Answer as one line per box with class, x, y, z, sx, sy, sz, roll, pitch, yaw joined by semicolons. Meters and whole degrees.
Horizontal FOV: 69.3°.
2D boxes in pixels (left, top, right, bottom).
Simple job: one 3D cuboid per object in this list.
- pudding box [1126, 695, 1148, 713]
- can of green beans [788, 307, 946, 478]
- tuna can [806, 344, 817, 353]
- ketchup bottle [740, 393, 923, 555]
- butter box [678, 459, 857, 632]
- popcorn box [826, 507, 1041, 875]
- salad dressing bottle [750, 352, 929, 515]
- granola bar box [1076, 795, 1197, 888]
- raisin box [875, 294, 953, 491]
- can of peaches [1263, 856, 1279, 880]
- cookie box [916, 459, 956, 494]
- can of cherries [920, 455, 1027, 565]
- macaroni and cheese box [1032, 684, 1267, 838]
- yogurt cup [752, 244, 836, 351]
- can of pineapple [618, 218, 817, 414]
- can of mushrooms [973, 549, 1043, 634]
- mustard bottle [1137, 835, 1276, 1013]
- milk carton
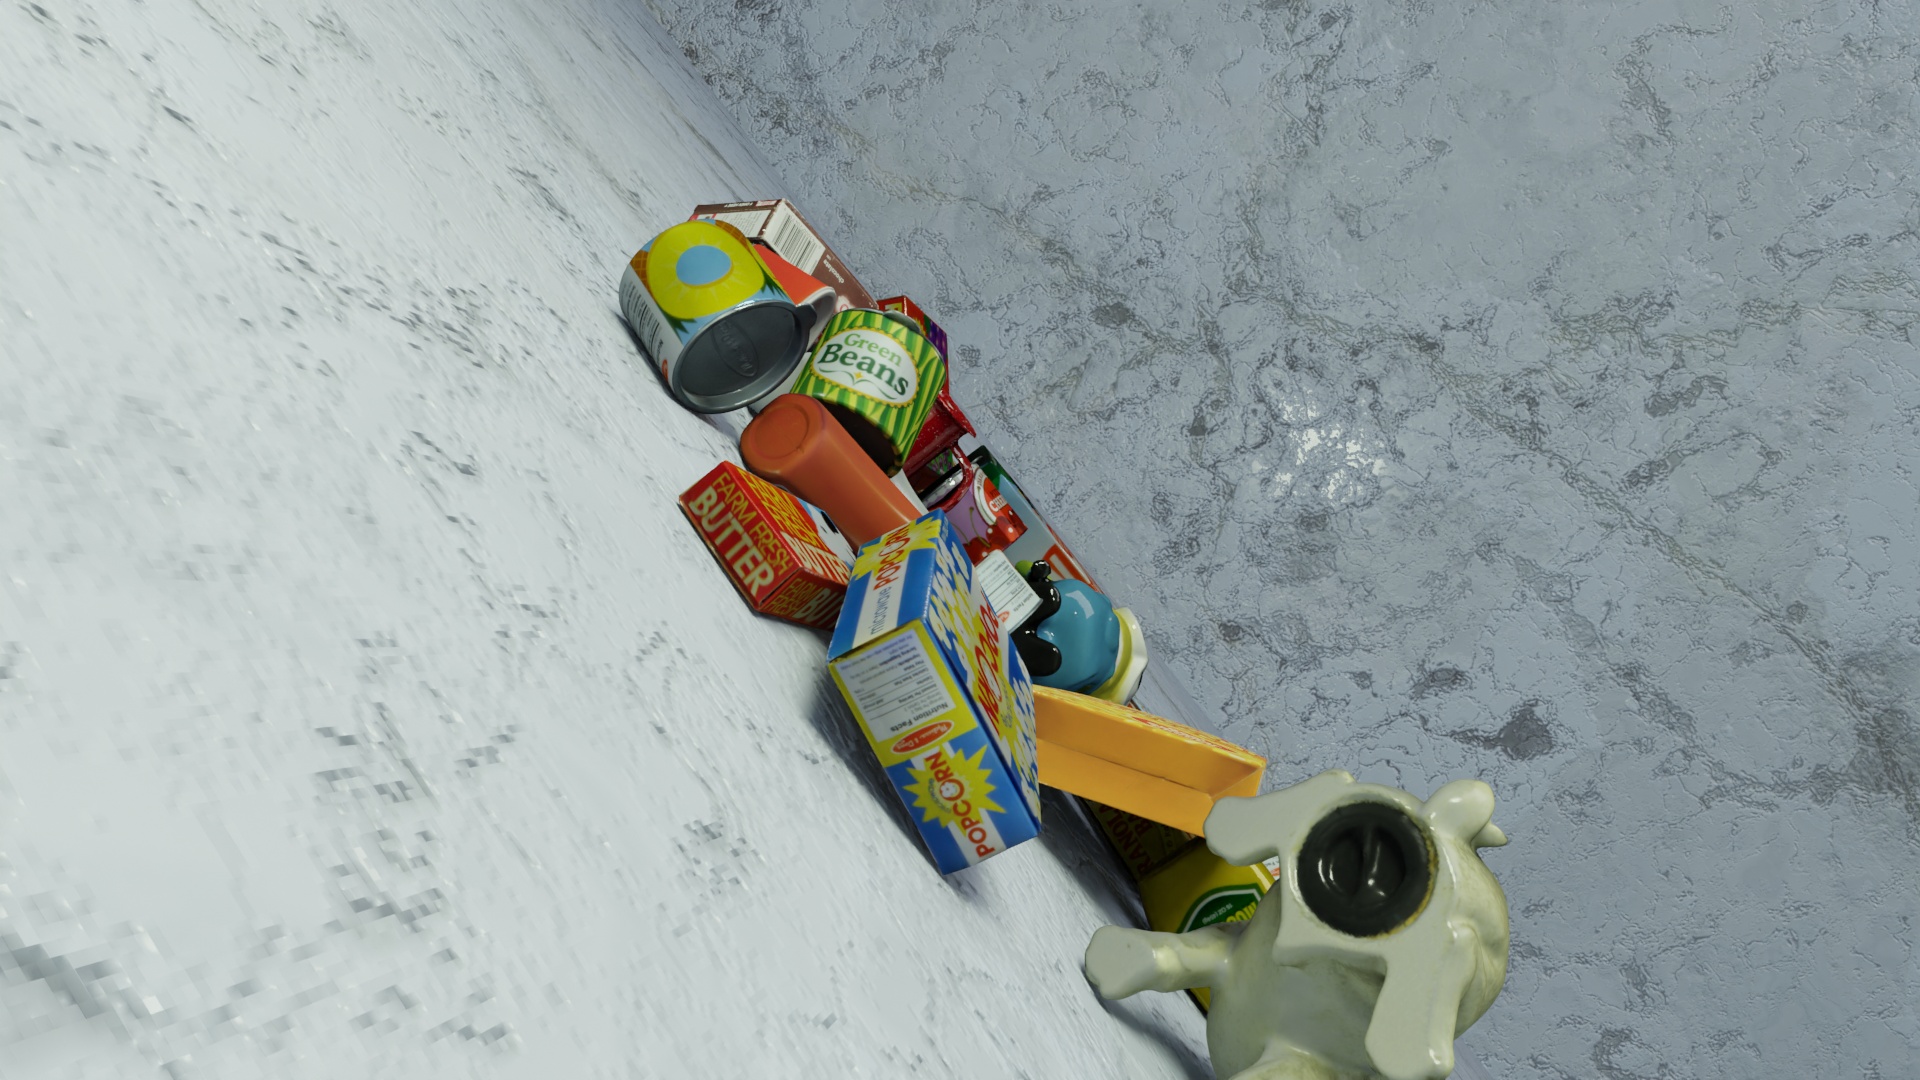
pudding box;0.095;0.116;0.929;0.030;0.049;0.084;43;9;-48
can of green beans;-0.048;-0.071;0.682;0.071;0.058;0.071;18;-30;11
tuna can;-0.106;-0.162;1.018;0.071;0.071;0.033;53;5;15
ketchup bottle;-0.041;-0.006;0.666;0.148;0.043;0.065;47;-4;-36
butter box;-0.064;0.006;0.524;0.053;0.024;0.103;52;6;16
popcorn box;-0.006;0.048;0.496;0.085;0.038;0.127;62;9;-15
salad dressing bottle;-0.052;-0.030;0.744;0.147;0.044;0.064;52;1;-3
granola bar box;0.123;0.177;0.819;0.165;0.039;0.124;45;8;-48
raisin box;-0.039;-0.106;1.018;0.086;0.040;0.123;29;56;-65
can of peaches;0.188;0.225;0.909;0.071;0.071;0.058;46;7;-44
cookie box;-0.068;-0.111;1.122;0.167;0.040;0.123;46;8;-43
can of cherries;0.003;-0.011;0.903;0.058;0.071;0.071;52;6;0
macaroni and cheese box;0.083;0.104;0.669;0.124;0.040;0.166;17;-3;15
yogurt cup;-0.113;-0.133;0.800;0.054;0.072;0.072;39;5;5
can of pineapple;-0.107;-0.100;0.613;0.058;0.071;0.071;54;6;25
can of mushrooms;0.001;0.037;0.637;0.033;0.071;0.071;50;6;-1
mustard bottle;0.150;0.218;0.669;0.160;0.065;0.049;56;2;12
milk carton;0.050;0.031;0.991;0.190;0.073;0.072;50;6;-12
